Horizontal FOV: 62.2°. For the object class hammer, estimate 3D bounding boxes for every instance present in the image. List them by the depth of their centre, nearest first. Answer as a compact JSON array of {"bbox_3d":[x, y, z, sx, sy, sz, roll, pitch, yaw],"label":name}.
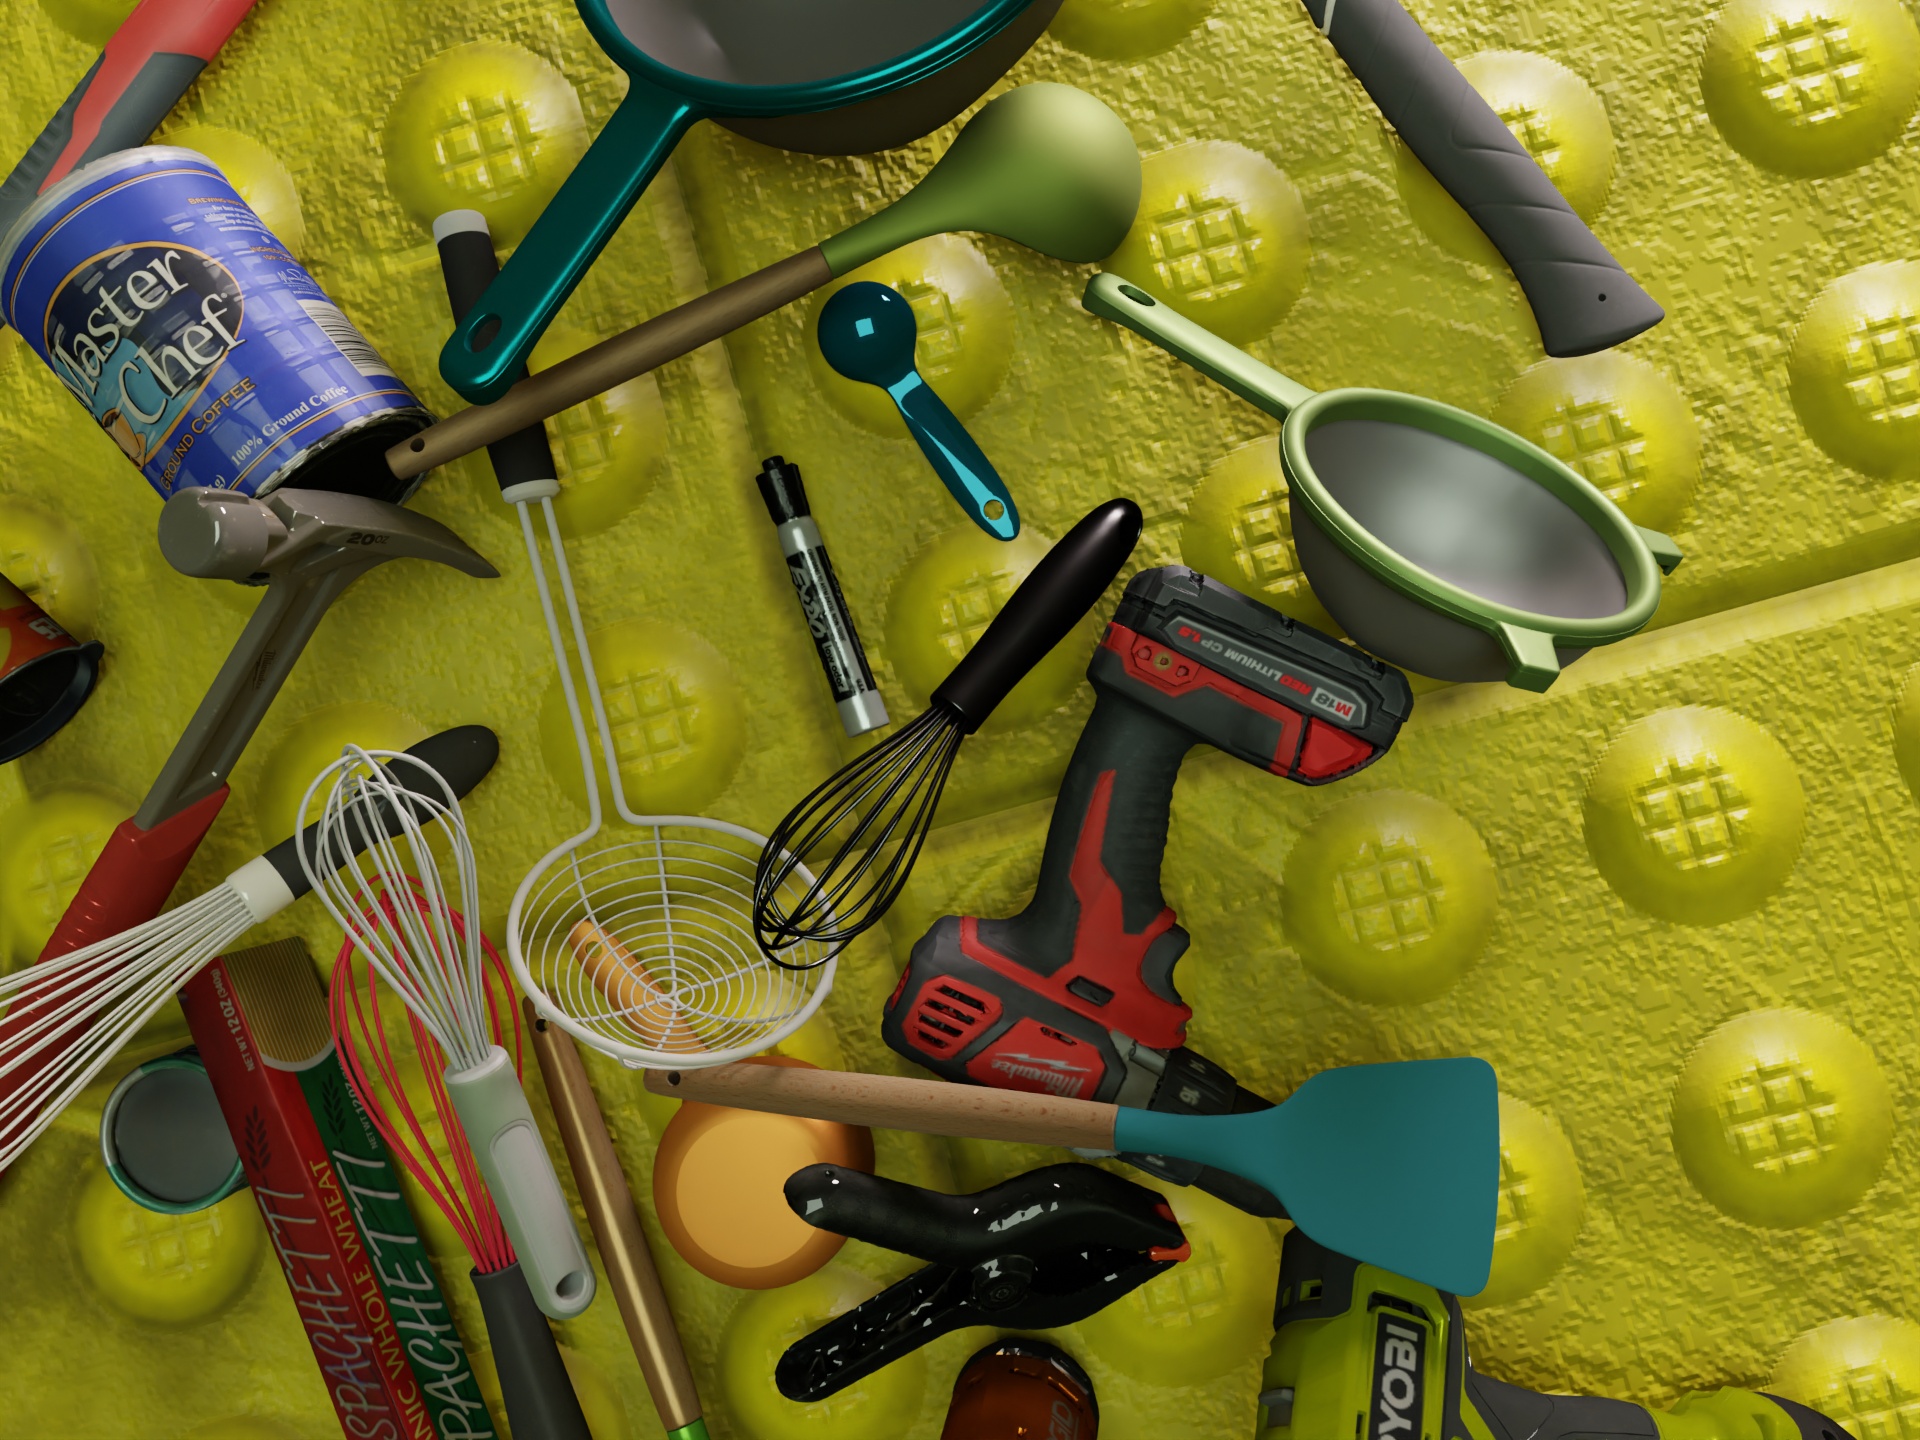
[{"bbox_3d":[-0.326,0.063,0.642,0.037,0.149,0.359,39,103,17],"label":"hammer"},{"bbox_3d":[0.145,-0.313,0.646,0.149,0.036,0.409,-39,88,1],"label":"hammer"},{"bbox_3d":[-0.325,-0.270,0.668,0.143,0.038,0.386,38,91,1],"label":"hammer"}]

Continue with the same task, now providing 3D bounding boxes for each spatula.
[{"bbox_3d":[0.034,0.149,0.587,0.317,0.044,0.082,3,78,15],"label":"spatula"}]

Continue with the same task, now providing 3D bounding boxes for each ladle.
[{"bbox_3d":[-0.075,-0.165,0.632,0.320,0.062,0.078,-25,78,-1],"label":"ladle"}]

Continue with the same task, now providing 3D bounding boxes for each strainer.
[{"bbox_3d":[-0.073,-0.244,0.609,0.211,0.095,0.340,31,82,22],"label":"strainer"},{"bbox_3d":[0.142,-0.089,0.625,0.256,0.151,0.069,38,132,21],"label":"strainer"}]

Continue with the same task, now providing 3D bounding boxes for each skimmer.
[{"bbox_3d":[-0.147,-0.042,0.631,0.127,0.090,0.363,-14,86,-30],"label":"skimmer"}]

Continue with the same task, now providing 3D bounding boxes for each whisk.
[{"bbox_3d":[-0.184,0.122,0.595,0.058,0.059,0.246,-27,111,-33],"label":"whisk"},{"bbox_3d":[-0.295,0.083,0.603,0.284,0.070,0.070,-39,88,-29],"label":"whisk"},{"bbox_3d":[0.000,-0.001,0.620,0.055,0.055,0.239,39,72,2],"label":"whisk"},{"bbox_3d":[-0.194,0.204,0.649,0.073,0.073,0.296,-15,95,3],"label":"whisk"}]

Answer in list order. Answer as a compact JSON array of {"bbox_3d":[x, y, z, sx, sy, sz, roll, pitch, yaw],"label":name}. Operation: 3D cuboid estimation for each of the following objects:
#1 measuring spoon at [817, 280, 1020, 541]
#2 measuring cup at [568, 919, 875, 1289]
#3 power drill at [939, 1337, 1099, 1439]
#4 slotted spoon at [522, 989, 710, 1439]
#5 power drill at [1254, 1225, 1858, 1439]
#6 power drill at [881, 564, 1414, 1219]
[{"bbox_3d":[-0.015,-0.128,0.657,0.042,0.021,0.128,-35,87,2],"label":"measuring spoon"},{"bbox_3d":[-0.107,0.152,0.644,0.095,0.052,0.173,-40,90,2],"label":"measuring cup"},{"bbox_3d":[0.076,0.350,0.579,0.226,0.164,0.084,41,104,0],"label":"power drill"},{"bbox_3d":[-0.122,0.258,0.640,0.070,0.031,0.314,-21,80,-3],"label":"slotted spoon"},{"bbox_3d":[0.208,0.300,0.567,0.228,0.080,0.191,21,58,-9],"label":"power drill"},{"bbox_3d":[0.095,0.072,0.626,0.188,0.080,0.226,27,94,3],"label":"power drill"}]
